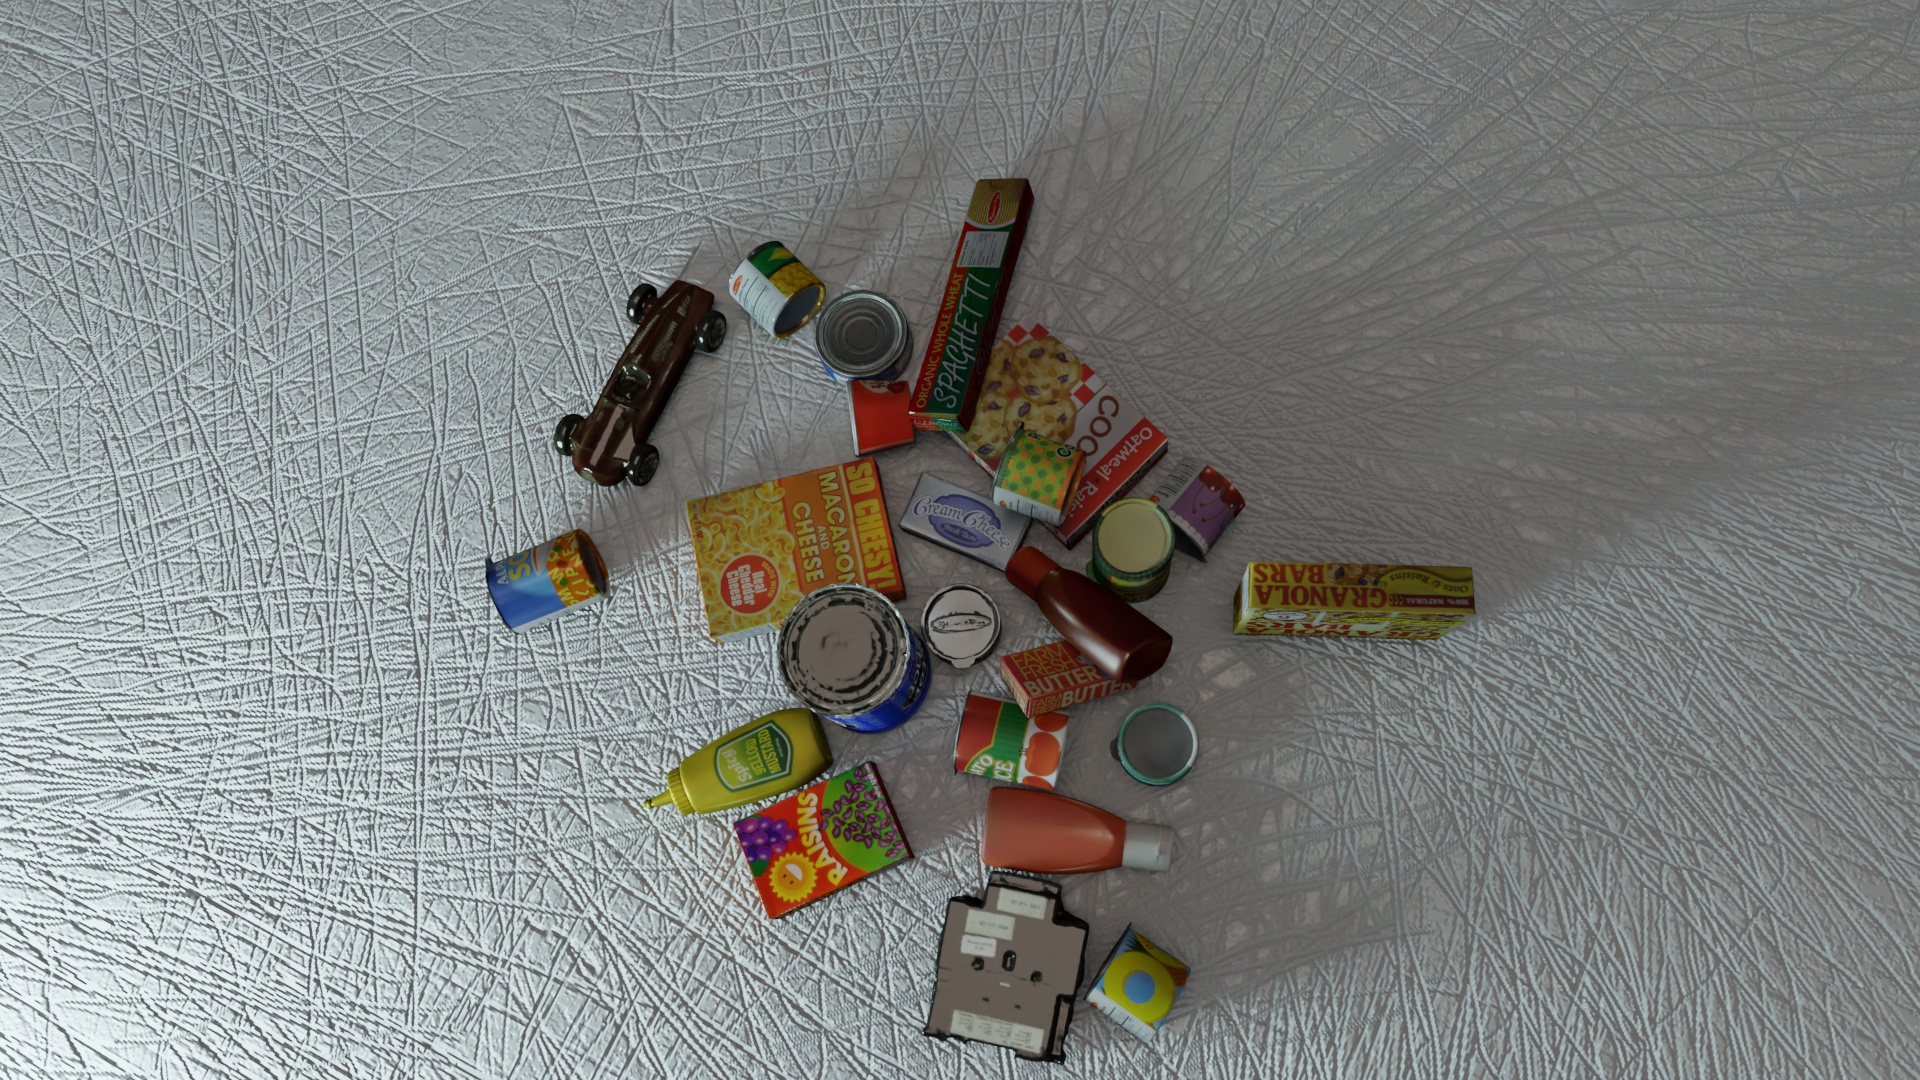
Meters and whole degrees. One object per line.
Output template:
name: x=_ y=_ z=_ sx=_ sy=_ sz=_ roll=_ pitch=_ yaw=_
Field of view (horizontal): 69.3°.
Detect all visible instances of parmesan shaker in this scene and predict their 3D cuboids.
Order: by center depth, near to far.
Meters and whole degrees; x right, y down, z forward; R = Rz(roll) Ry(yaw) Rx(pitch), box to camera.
parmesan shaker: x=0.136 y=0.010 z=1.125 sx=0.071 sy=0.103 sz=0.071 roll=-1 pitch=77 yaw=6

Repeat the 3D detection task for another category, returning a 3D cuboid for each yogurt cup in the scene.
yogurt cup: x=-0.069 y=-0.108 z=1.196 sx=0.054 sy=0.072 sz=0.072 roll=-7 pitch=76 yaw=-4

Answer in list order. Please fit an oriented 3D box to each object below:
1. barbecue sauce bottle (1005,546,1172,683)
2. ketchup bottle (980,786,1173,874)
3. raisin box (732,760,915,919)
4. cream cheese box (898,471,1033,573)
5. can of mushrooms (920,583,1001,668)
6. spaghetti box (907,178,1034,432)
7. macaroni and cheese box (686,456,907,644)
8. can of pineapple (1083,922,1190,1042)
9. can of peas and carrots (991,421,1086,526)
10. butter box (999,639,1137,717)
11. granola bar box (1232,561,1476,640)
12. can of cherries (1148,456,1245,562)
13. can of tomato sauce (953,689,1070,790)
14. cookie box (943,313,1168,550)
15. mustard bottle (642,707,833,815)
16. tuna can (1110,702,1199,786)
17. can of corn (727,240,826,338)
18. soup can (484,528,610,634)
barbecue sauce bottle: x=0.099 y=0.056 z=1.124 sx=0.149 sy=0.065 sz=0.043 roll=38 pitch=126 yaw=35
ketchup bottle: x=0.093 y=0.236 z=1.104 sx=0.149 sy=0.043 sz=0.065 roll=7 pitch=78 yaw=7
raisin box: x=-0.111 y=0.242 z=1.125 sx=0.123 sy=0.040 sz=0.086 roll=-24 pitch=76 yaw=-2
cream cheese box: x=0.004 y=-0.015 z=1.184 sx=0.104 sy=0.024 sz=0.053 roll=23 pitch=79 yaw=11
can of mushrooms: x=0.001 y=0.073 z=1.158 sx=0.071 sy=0.033 sz=0.071 roll=-1 pitch=76 yaw=5
spaghetti box: x=0.011 y=-0.206 z=1.202 sx=0.050 sy=0.028 sz=0.251 roll=5 pitch=66 yaw=23
macaroni and cheese box: x=-0.140 y=0.008 z=1.185 sx=0.166 sy=0.040 sz=0.124 roll=-14 pitch=75 yaw=3
can of pineapple: x=0.136 y=0.338 z=1.063 sx=0.058 sy=0.071 sz=0.071 roll=32 pitch=82 yaw=12
can of peas and carrots: x=0.065 y=-0.054 z=1.123 sx=0.059 sy=0.071 sz=0.071 roll=20 pitch=79 yaw=11
butter box: x=0.087 y=0.106 z=1.117 sx=0.104 sy=0.024 sz=0.053 roll=-13 pitch=42 yaw=-23
granola bar box: x=0.303 y=0.048 z=1.088 sx=0.165 sy=0.124 sz=0.039 roll=1 pitch=77 yaw=6
can of cherries: x=0.194 y=-0.026 z=1.149 sx=0.071 sy=0.071 sz=0.058 roll=38 pitch=82 yaw=13
can of tomato sauce: x=0.041 y=0.162 z=1.115 sx=0.083 sy=0.071 sz=0.071 roll=11 pitch=78 yaw=7
cookie box: x=0.076 y=-0.093 z=1.190 sx=0.123 sy=0.040 sz=0.168 roll=-45 pitch=75 yaw=-6
mustard bottle: x=-0.187 y=0.190 z=1.140 sx=0.160 sy=0.048 sz=0.065 roll=-23 pitch=74 yaw=0
tuna can: x=0.157 y=0.165 z=1.121 sx=0.071 sy=0.032 sz=0.071 roll=-1 pitch=76 yaw=5
can of corn: x=-0.160 y=-0.223 z=1.233 sx=0.071 sy=0.071 sz=0.058 roll=-44 pitch=77 yaw=-6
soup can: x=-0.352 y=0.032 z=1.185 sx=0.084 sy=0.071 sz=0.071 roll=-22 pitch=75 yaw=-1
